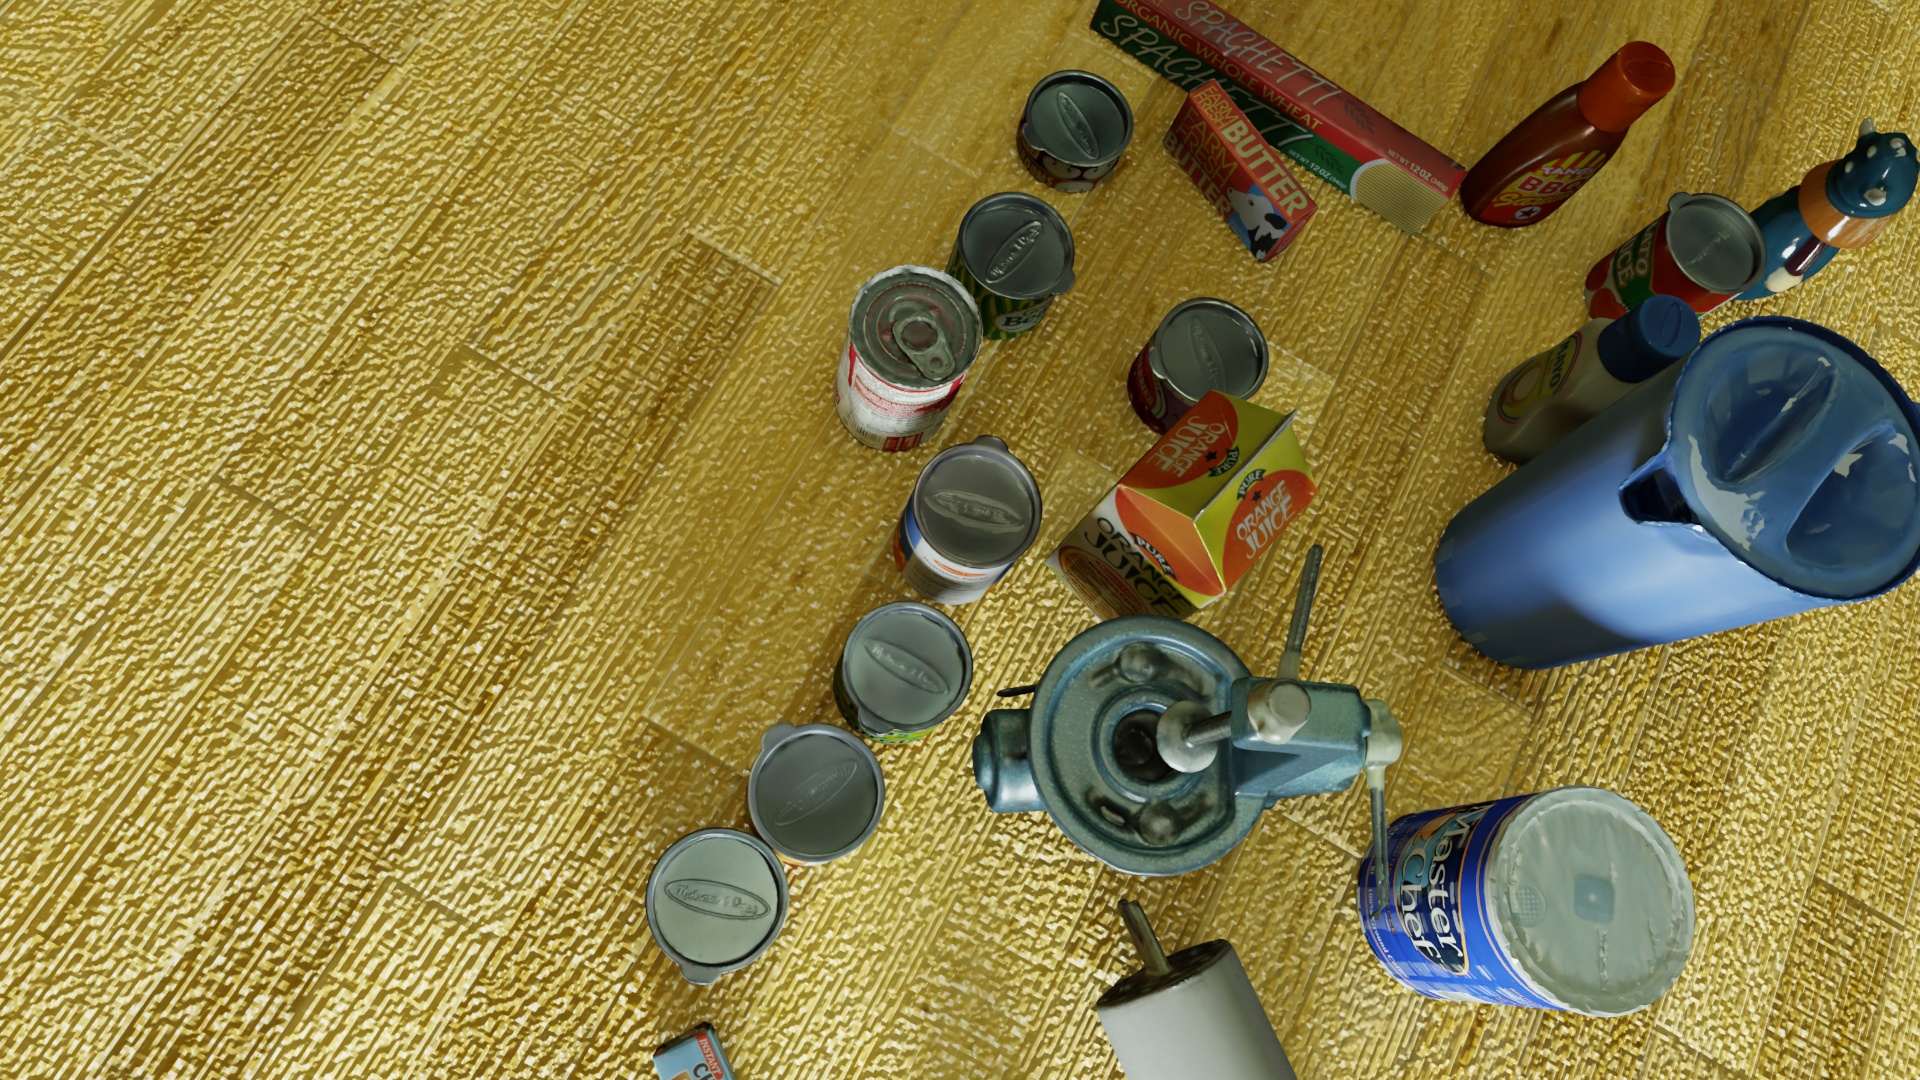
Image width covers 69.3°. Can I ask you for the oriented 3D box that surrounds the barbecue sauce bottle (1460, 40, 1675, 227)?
[{"bbox_3d":[0.364,-0.241,0.832,0.065,0.148,0.044,-2,75,-11],"label":"barbecue sauce bottle"}]

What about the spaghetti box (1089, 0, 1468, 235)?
[{"bbox_3d":[0.194,-0.276,0.863,0.250,0.050,0.029,33,71,0],"label":"spaghetti box"}]

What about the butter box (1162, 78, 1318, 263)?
[{"bbox_3d":[0.168,-0.223,0.841,0.024,0.053,0.103,-34,83,-17],"label":"butter box"}]

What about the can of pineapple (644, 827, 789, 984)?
[{"bbox_3d":[-0.118,0.175,0.669,0.071,0.057,0.071,3,74,-10],"label":"can of pineapple"}]

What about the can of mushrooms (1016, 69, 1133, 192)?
[{"bbox_3d":[0.066,-0.246,0.839,0.071,0.033,0.071,3,74,-10],"label":"can of mushrooms"}]

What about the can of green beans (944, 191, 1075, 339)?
[{"bbox_3d":[0.026,-0.155,0.792,0.071,0.057,0.071,3,74,-10],"label":"can of green beans"}]

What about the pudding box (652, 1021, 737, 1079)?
[{"bbox_3d":[-0.113,0.270,0.647,0.030,0.049,0.084,-24,80,-16],"label":"pudding box"}]

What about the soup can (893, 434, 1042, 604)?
[{"bbox_3d":[0.003,-0.009,0.732,0.071,0.083,0.071,3,74,-10],"label":"soup can"}]

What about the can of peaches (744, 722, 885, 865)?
[{"bbox_3d":[-0.075,0.125,0.691,0.071,0.058,0.071,3,74,-10],"label":"can of peaches"}]

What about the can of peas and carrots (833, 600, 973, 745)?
[{"bbox_3d":[-0.032,0.072,0.715,0.071,0.058,0.071,3,74,-10],"label":"can of peas and carrots"}]

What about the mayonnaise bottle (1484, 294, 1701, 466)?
[{"bbox_3d":[0.355,-0.093,0.787,0.041,0.147,0.065,24,72,-3],"label":"mayonnaise bottle"}]

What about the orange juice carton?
[{"bbox_3d":[0.110,-0.010,0.694,0.073,0.192,0.072,45,72,4],"label":"orange juice carton"}]

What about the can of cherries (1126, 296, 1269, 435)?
[{"bbox_3d":[0.132,-0.097,0.795,0.071,0.058,0.071,3,74,-10],"label":"can of cherries"}]

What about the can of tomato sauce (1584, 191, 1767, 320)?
[{"bbox_3d":[0.438,-0.166,0.859,0.071,0.083,0.071,3,74,-10],"label":"can of tomato sauce"}]
